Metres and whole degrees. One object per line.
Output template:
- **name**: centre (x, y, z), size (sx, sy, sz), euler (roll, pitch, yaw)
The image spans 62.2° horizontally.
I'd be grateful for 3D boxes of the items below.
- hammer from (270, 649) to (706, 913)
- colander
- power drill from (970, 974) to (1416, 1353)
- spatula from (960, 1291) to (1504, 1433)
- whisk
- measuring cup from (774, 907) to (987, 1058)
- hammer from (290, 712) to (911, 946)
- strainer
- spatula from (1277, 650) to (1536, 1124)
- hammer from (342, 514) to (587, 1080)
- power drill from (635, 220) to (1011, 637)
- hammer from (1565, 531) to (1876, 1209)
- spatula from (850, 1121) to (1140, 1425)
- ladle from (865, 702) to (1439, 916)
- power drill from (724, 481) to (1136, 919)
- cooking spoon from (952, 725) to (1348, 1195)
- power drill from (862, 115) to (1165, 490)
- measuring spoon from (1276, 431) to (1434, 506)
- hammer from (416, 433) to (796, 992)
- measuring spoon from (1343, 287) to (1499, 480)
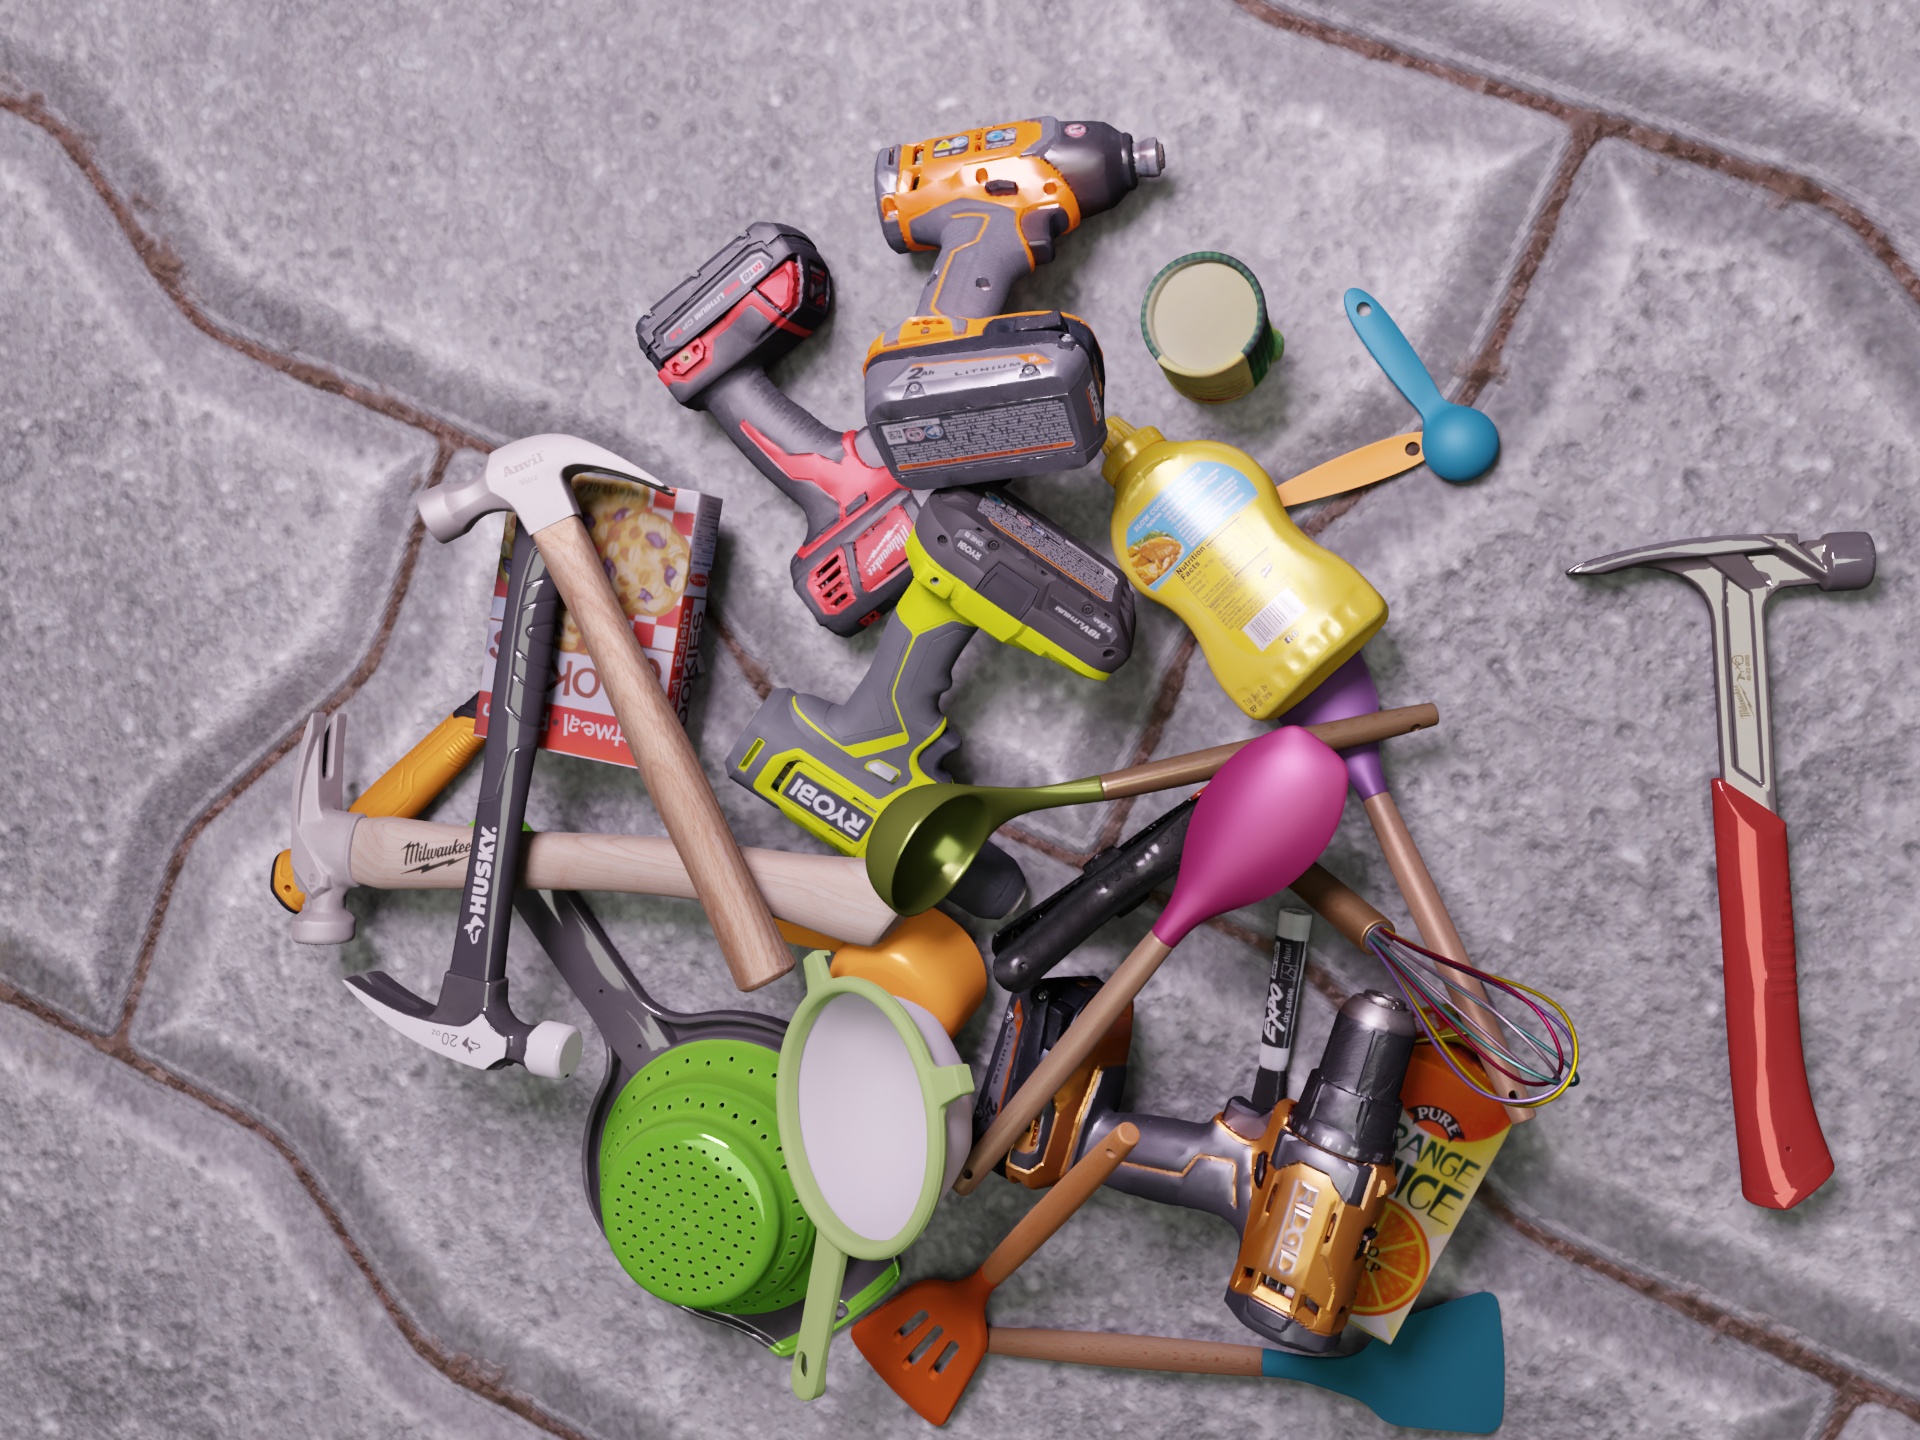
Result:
- **hammer**: centre (-0.318, 0.018, 1.022), size (0.337, 0.034, 0.127), euler (-40, 83, 12)
- **colander**: centre (-0.198, 0.221, 0.975), size (0.204, 0.094, 0.397), euler (-37, 85, 12)
- **power drill**: centre (0.130, 0.208, 0.869), size (0.226, 0.084, 0.185), euler (19, 94, 33)
- **spatula**: centre (0.155, 0.374, 0.941), size (0.317, 0.044, 0.082), euler (-2, 93, 18)
- **whisk**: centre (0.230, 0.119, 0.817), size (0.051, 0.245, 0.047), euler (0, 111, -22)
- **measuring cup**: centre (-0.073, 0.148, 0.953), size (0.174, 0.052, 0.095), euler (11, 120, 21)
- **hammer**: centre (-0.224, 0.076, 0.953), size (0.411, 0.038, 0.146), euler (3, 91, 17)
- **strainer**: centre (-0.045, 0.265, 0.893), size (0.152, 0.069, 0.256), euler (28, 112, 48)
- **spatula**: centre (0.234, 0.066, 0.864), size (0.060, 0.018, 0.316), euler (-26, 69, 13)
- **hammer**: centre (-0.270, 0.032, 0.930), size (0.146, 0.035, 0.335), euler (10, 92, 16)
- **power drill**: centre (-0.076, -0.174, 0.936), size (0.143, 0.078, 0.219), euler (-35, 89, 14)
- **hammer**: centre (0.416, 0.081, 0.855), size (0.149, 0.036, 0.359), euler (-4, 92, 13)
- **spatula**: centre (0.023, 0.308, 0.895), size (0.081, 0.041, 0.322), euler (43, 136, 13)
- **ladle**: centre (0.105, 0.040, 0.855), size (0.320, 0.078, 0.062), euler (-13, 51, -1)
- **power drill**: centre (-0.001, -0.003, 0.902), size (0.190, 0.080, 0.228), euler (34, 115, -6)
- **cooking spoon**: centre (0.092, 0.136, 0.846), size (0.069, 0.017, 0.319), euler (41, 104, 19)
- **power drill**: centre (0.031, -0.240, 0.861), size (0.164, 0.084, 0.227), euler (-6, 56, 13)
- **measuring spoon**: centre (0.214, -0.138, 0.904), size (0.117, 0.011, 0.021), euler (-20, 85, 10)
- **hammer**: centre (-0.174, -0.006, 0.886), size (0.130, 0.031, 0.331), euler (-26, 89, 1)
- **measuring spoon**: centre (0.253, -0.190, 0.882), size (0.042, 0.021, 0.128), euler (-34, 84, 1)
